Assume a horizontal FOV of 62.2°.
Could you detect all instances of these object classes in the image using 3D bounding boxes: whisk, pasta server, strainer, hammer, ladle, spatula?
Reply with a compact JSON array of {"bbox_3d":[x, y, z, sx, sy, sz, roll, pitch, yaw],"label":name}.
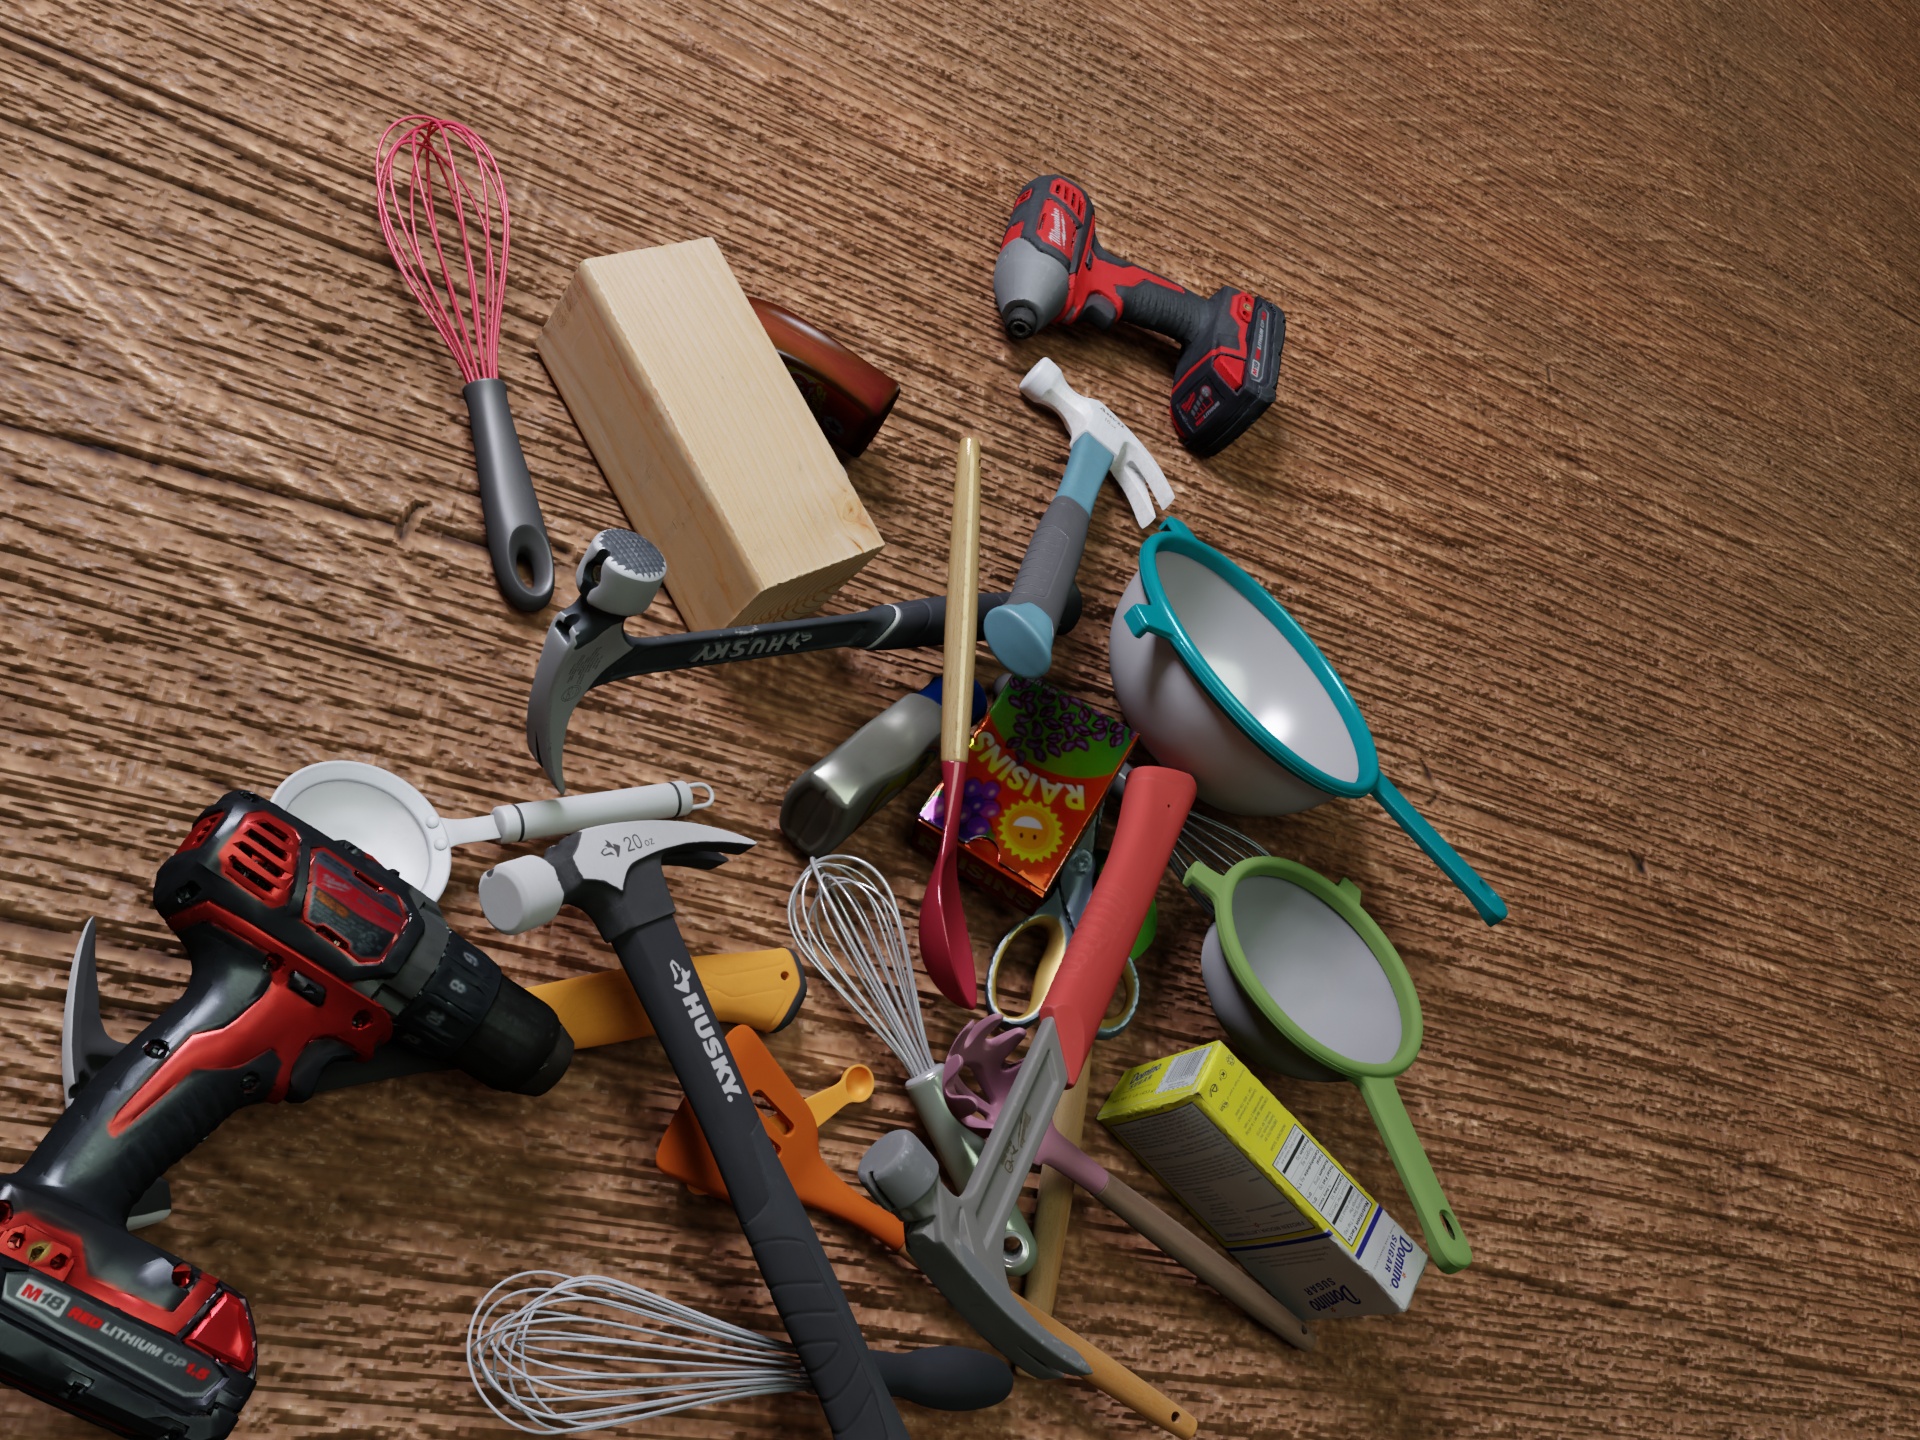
[{"bbox_3d":[-0.091,0.301,0.738,0.284,0.070,0.070,18,58,-30],"label":"whisk"},{"bbox_3d":[0.098,0.263,0.862,0.316,0.040,0.060,42,44,-22],"label":"pasta server"},{"bbox_3d":[0.211,0.200,0.914,0.151,0.069,0.257,9,47,-37],"label":"strainer"},{"bbox_3d":[-0.062,-0.046,0.884,0.408,0.149,0.036,-10,53,-49],"label":"hammer"},{"bbox_3d":[0.065,-0.125,1.000,0.128,0.033,0.331,38,33,-11],"label":"hammer"},{"bbox_3d":[-0.263,-0.199,0.868,0.073,0.073,0.296,-8,78,-36],"label":"whisk"},{"bbox_3d":[0.113,0.051,1.003,0.239,0.055,0.055,40,51,-5],"label":"whisk"},{"bbox_3d":[-0.023,0.182,0.846,0.058,0.059,0.246,-27,86,-3],"label":"whisk"},{"bbox_3d":[-0.094,0.200,0.727,0.146,0.035,0.335,-17,80,-57],"label":"hammer"},{"bbox_3d":[0.208,0.031,1.029,0.340,0.095,0.211,45,27,-8],"label":"strainer"},{"bbox_3d":[0.068,0.152,0.837,0.149,0.037,0.359,52,40,-17],"label":"hammer"},{"bbox_3d":[-0.001,-0.003,0.867,0.031,0.069,0.315,1,80,9],"label":"ladle"},{"bbox_3d":[-0.007,0.274,0.801,0.322,0.041,0.081,36,61,-7],"label":"spatula"},{"bbox_3d":[-0.225,0.137,0.739,0.336,0.034,0.127,-4,71,-35],"label":"hammer"},{"bbox_3d":[-0.229,0.054,0.774,0.258,0.050,0.087,-7,65,-42],"label":"strainer"}]

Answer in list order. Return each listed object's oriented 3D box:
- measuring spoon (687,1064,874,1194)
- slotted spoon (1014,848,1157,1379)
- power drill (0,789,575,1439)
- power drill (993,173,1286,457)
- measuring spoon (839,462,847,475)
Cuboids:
[{"bbox_3d":[-0.091,0.208,0.810,0.117,0.011,0.021,-25,98,-36],"label":"measuring spoon"},{"bbox_3d":[0.066,0.208,0.902,0.070,0.031,0.314,19,59,-10],"label":"slotted spoon"},{"bbox_3d":[-0.269,0.162,0.628,0.187,0.080,0.227,41,51,-25],"label":"power drill"},{"bbox_3d":[0.124,-0.292,1.159,0.219,0.078,0.143,27,54,-17],"label":"power drill"},{"bbox_3d":[-0.121,-0.176,0.979,0.124,0.018,0.034,41,51,-1],"label":"measuring spoon"}]
